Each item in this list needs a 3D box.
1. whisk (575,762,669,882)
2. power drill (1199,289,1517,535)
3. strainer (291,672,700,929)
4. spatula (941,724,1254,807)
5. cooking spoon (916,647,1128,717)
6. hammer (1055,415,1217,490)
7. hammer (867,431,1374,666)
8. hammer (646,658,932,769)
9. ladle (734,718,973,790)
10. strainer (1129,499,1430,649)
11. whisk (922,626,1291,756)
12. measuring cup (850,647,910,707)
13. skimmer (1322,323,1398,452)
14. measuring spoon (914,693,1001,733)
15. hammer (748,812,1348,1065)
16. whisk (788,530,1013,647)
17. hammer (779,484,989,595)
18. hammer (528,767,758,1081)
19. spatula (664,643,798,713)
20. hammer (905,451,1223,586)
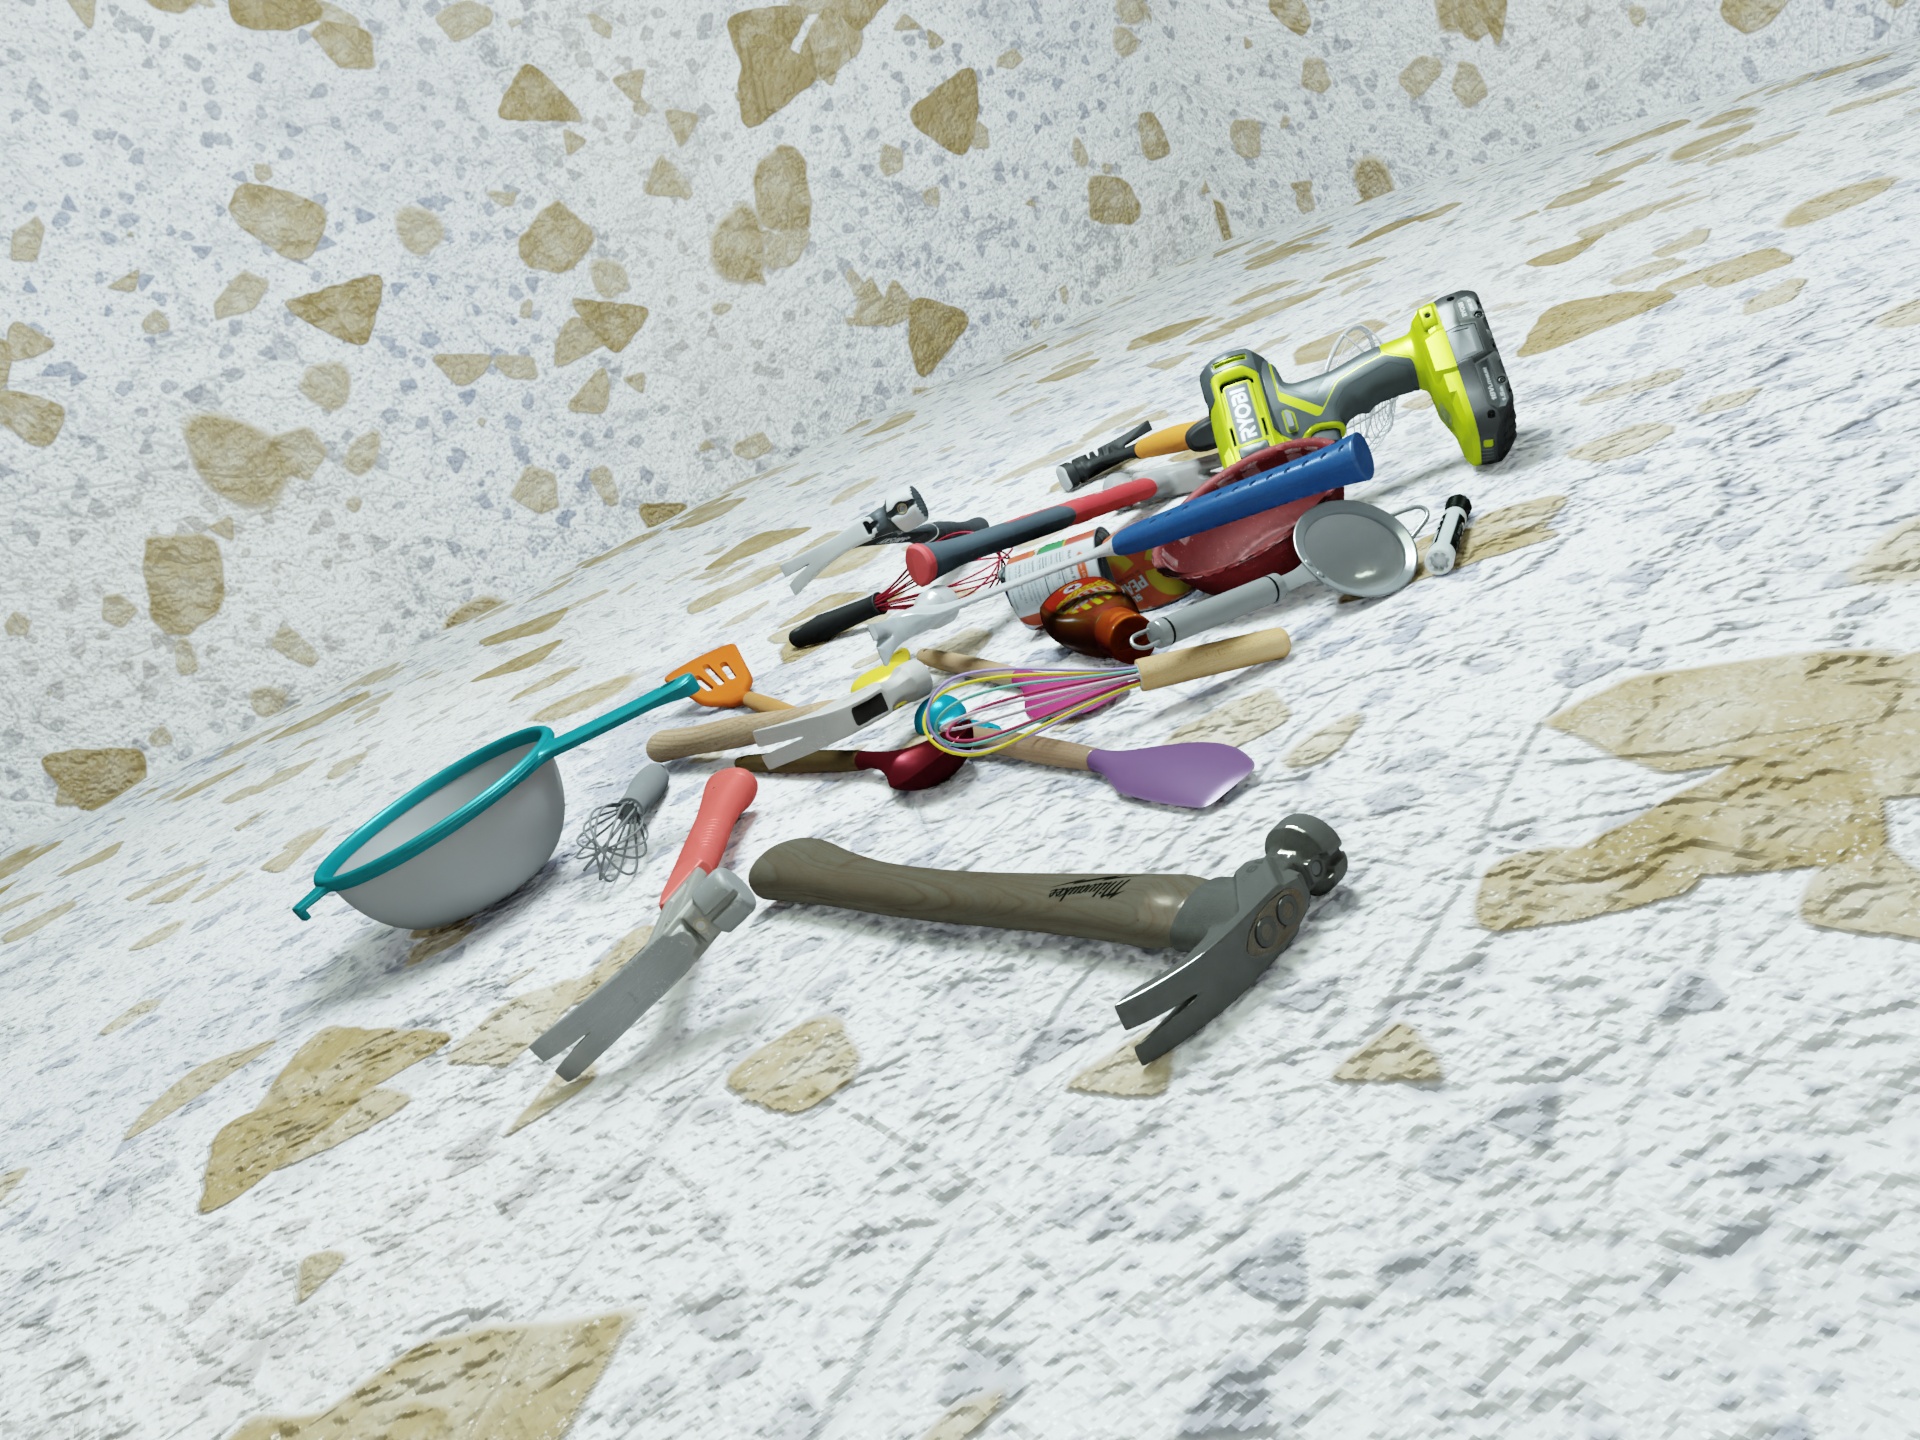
[{"bbox_3d":[-0.258,0.073,1.255,0.055,0.055,0.239,-22,12,5],"label":"whisk"},{"bbox_3d":[0.316,-0.238,1.265,0.223,0.171,0.080,-17,-22,15],"label":"power drill"},{"bbox_3d":[-0.332,0.072,1.235,0.340,0.095,0.211,-26,17,11],"label":"strainer"},{"bbox_3d":[0.073,0.021,1.007,0.060,0.018,0.316,-36,22,-23],"label":"spatula"},{"bbox_3d":[0.034,-0.035,1.228,0.069,0.017,0.319,-29,18,-19],"label":"cooking spoon"},{"bbox_3d":[0.209,-0.292,1.678,0.127,0.034,0.337,-28,11,-11],"label":"hammer"},{"bbox_3d":[0.107,-0.124,1.179,0.405,0.035,0.144,-18,10,31],"label":"hammer"},{"bbox_3d":[-0.168,0.008,1.293,0.130,0.031,0.331,-30,13,-37],"label":"hammer"},{"bbox_3d":[-0.089,0.030,1.182,0.069,0.031,0.315,-44,23,-29],"label":"ladle"},{"bbox_3d":[0.213,-0.090,1.061,0.258,0.087,0.050,-22,-30,-28],"label":"strainer"},{"bbox_3d":[0.096,-0.020,1.032,0.245,0.051,0.047,-13,36,-2],"label":"whisk"},{"bbox_3d":[-0.062,-0.045,1.363,0.062,0.029,0.157,-21,19,10],"label":"measuring cup"},{"bbox_3d":[0.223,-0.212,1.383,0.363,0.127,0.090,-29,49,3],"label":"skimmer"},{"bbox_3d":[-0.002,-0.004,1.171,0.042,0.021,0.129,-29,16,-17],"label":"measuring spoon"},{"bbox_3d":[0.000,0.099,0.843,0.146,0.038,0.411,-37,21,-33],"label":"hammer"},{"bbox_3d":[-0.065,-0.121,1.560,0.296,0.073,0.073,-18,17,38],"label":"whisk"},{"bbox_3d":[-0.046,-0.178,1.561,0.149,0.036,0.409,-28,-1,17],"label":"hammer"},{"bbox_3d":[-0.179,0.103,1.031,0.149,0.036,0.359,-43,11,8],"label":"hammer"},{"bbox_3d":[-0.189,-0.024,1.454,0.081,0.041,0.323,-29,19,-19],"label":"spatula"},{"bbox_3d":[0.097,-0.186,1.446,0.143,0.038,0.386,-6,13,42],"label":"hammer"}]
